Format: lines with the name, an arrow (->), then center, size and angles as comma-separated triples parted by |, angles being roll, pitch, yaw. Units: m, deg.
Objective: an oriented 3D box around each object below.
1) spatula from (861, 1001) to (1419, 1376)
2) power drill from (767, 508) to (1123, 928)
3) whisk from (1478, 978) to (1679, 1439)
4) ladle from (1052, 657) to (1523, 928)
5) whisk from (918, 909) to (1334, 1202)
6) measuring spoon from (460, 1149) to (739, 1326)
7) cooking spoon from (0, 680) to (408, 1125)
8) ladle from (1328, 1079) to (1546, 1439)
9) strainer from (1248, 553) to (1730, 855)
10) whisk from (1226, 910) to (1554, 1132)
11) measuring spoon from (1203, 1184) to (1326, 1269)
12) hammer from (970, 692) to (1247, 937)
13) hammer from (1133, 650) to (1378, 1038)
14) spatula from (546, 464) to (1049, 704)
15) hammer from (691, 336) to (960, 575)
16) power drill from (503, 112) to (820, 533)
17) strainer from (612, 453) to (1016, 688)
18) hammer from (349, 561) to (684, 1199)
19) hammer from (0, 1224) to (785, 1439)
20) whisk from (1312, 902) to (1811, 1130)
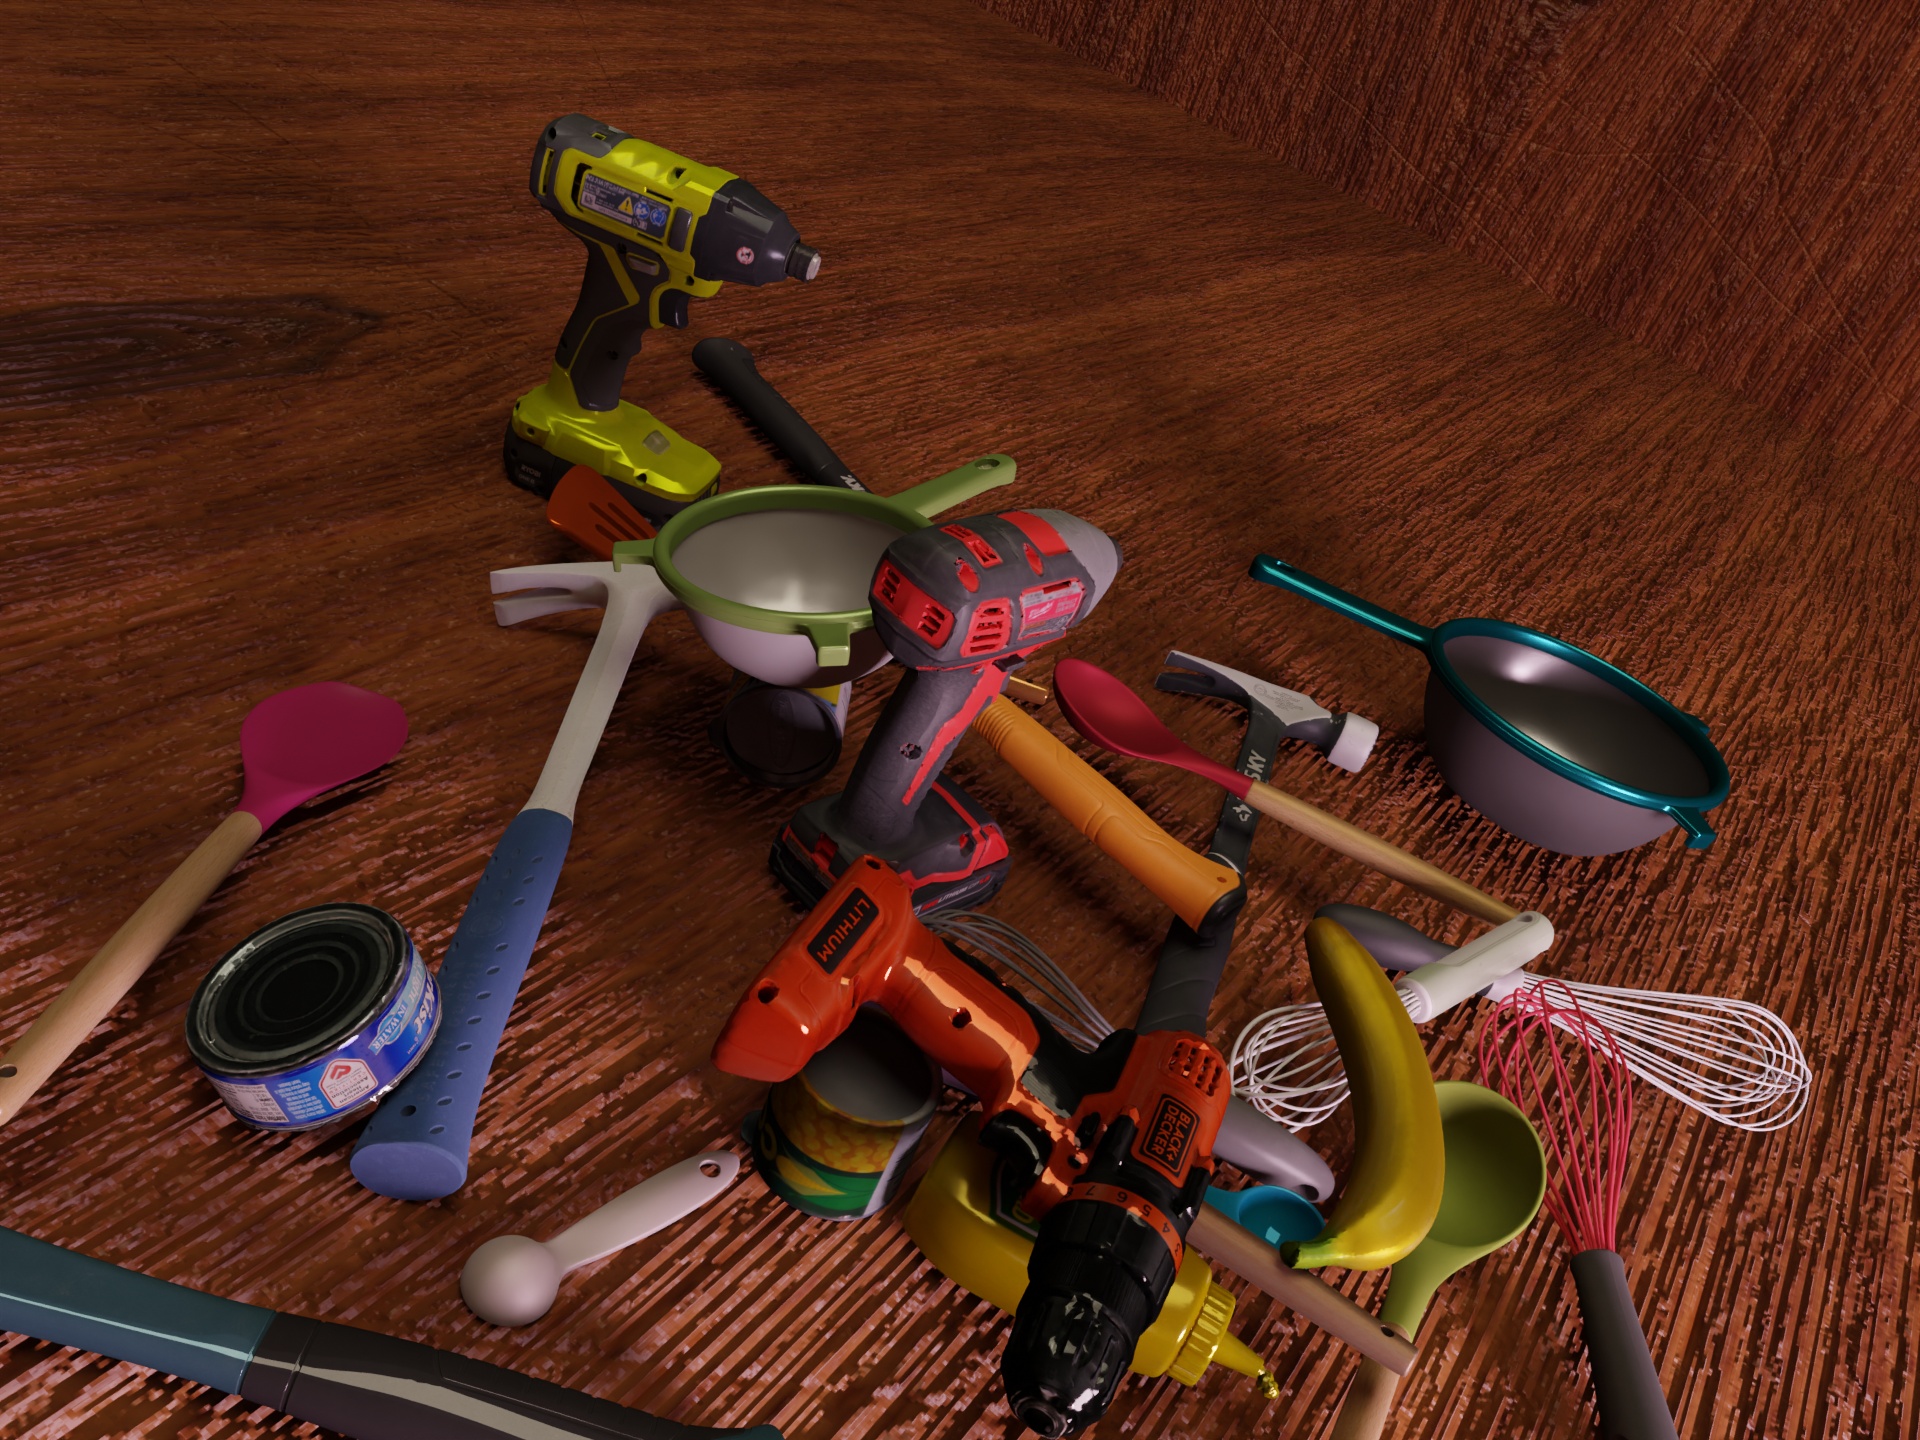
spatula -> 0.051, 0.180, 0.684 | 0.316, 0.018, 0.060 | 29, 26, 25
power drill -> -0.001, -0.002, 0.759 | 0.079, 0.219, 0.143 | 41, 37, 26
whisk -> 0.293, 0.236, 0.743 | 0.073, 0.073, 0.296 | 18, 38, -7
ladle -> 0.190, 0.050, 0.913 | 0.315, 0.031, 0.069 | 27, 32, 8
whisk -> 0.071, 0.154, 0.713 | 0.239, 0.055, 0.055 | 33, 31, -10
measuring spoon -> -0.130, 0.186, 0.598 | 0.034, 0.018, 0.124 | 40, 36, 26
cooking spoon -> -0.306, 0.057, 0.654 | 0.068, 0.017, 0.319 | 19, 26, -6
ladle -> 0.170, 0.258, 0.640 | 0.078, 0.062, 0.320 | 20, 33, 22
strainer -> 0.339, -0.004, 1.085 | 0.340, 0.095, 0.211 | 27, 30, 11
whisk -> 0.224, 0.144, 0.808 | 0.246, 0.058, 0.059 | -18, 93, -34
measuring spoon -> 0.096, 0.214, 0.700 | 0.128, 0.021, 0.042 | 16, 33, 7
hammer -> 0.020, 0.003, 0.878 | 0.337, 0.034, 0.127 | 41, 34, 28
hammer -> 0.149, 0.074, 0.911 | 0.149, 0.036, 0.409 | 25, 33, 6
spatula -> -0.094, -0.073, 0.974 | 0.322, 0.041, 0.081 | 19, 32, -8
hammer -> -0.103, -0.181, 1.130 | 0.146, 0.035, 0.335 | -8, 43, -39
power drill -> -0.190, -0.233, 0.978 | 0.171, 0.223, 0.080 | 23, 33, 1
strainer -> -0.050, -0.080, 0.850 | 0.152, 0.069, 0.256 | 24, 36, 28
hammer -> -0.195, 0.040, 0.734 | 0.144, 0.035, 0.406 | 3, 37, 2
hammer -> -0.210, 0.205, 0.509 | 0.331, 0.033, 0.128 | 19, 32, -6
whisk -> 0.333, 0.158, 0.886 | 0.284, 0.070, 0.070 | 19, 32, 4
